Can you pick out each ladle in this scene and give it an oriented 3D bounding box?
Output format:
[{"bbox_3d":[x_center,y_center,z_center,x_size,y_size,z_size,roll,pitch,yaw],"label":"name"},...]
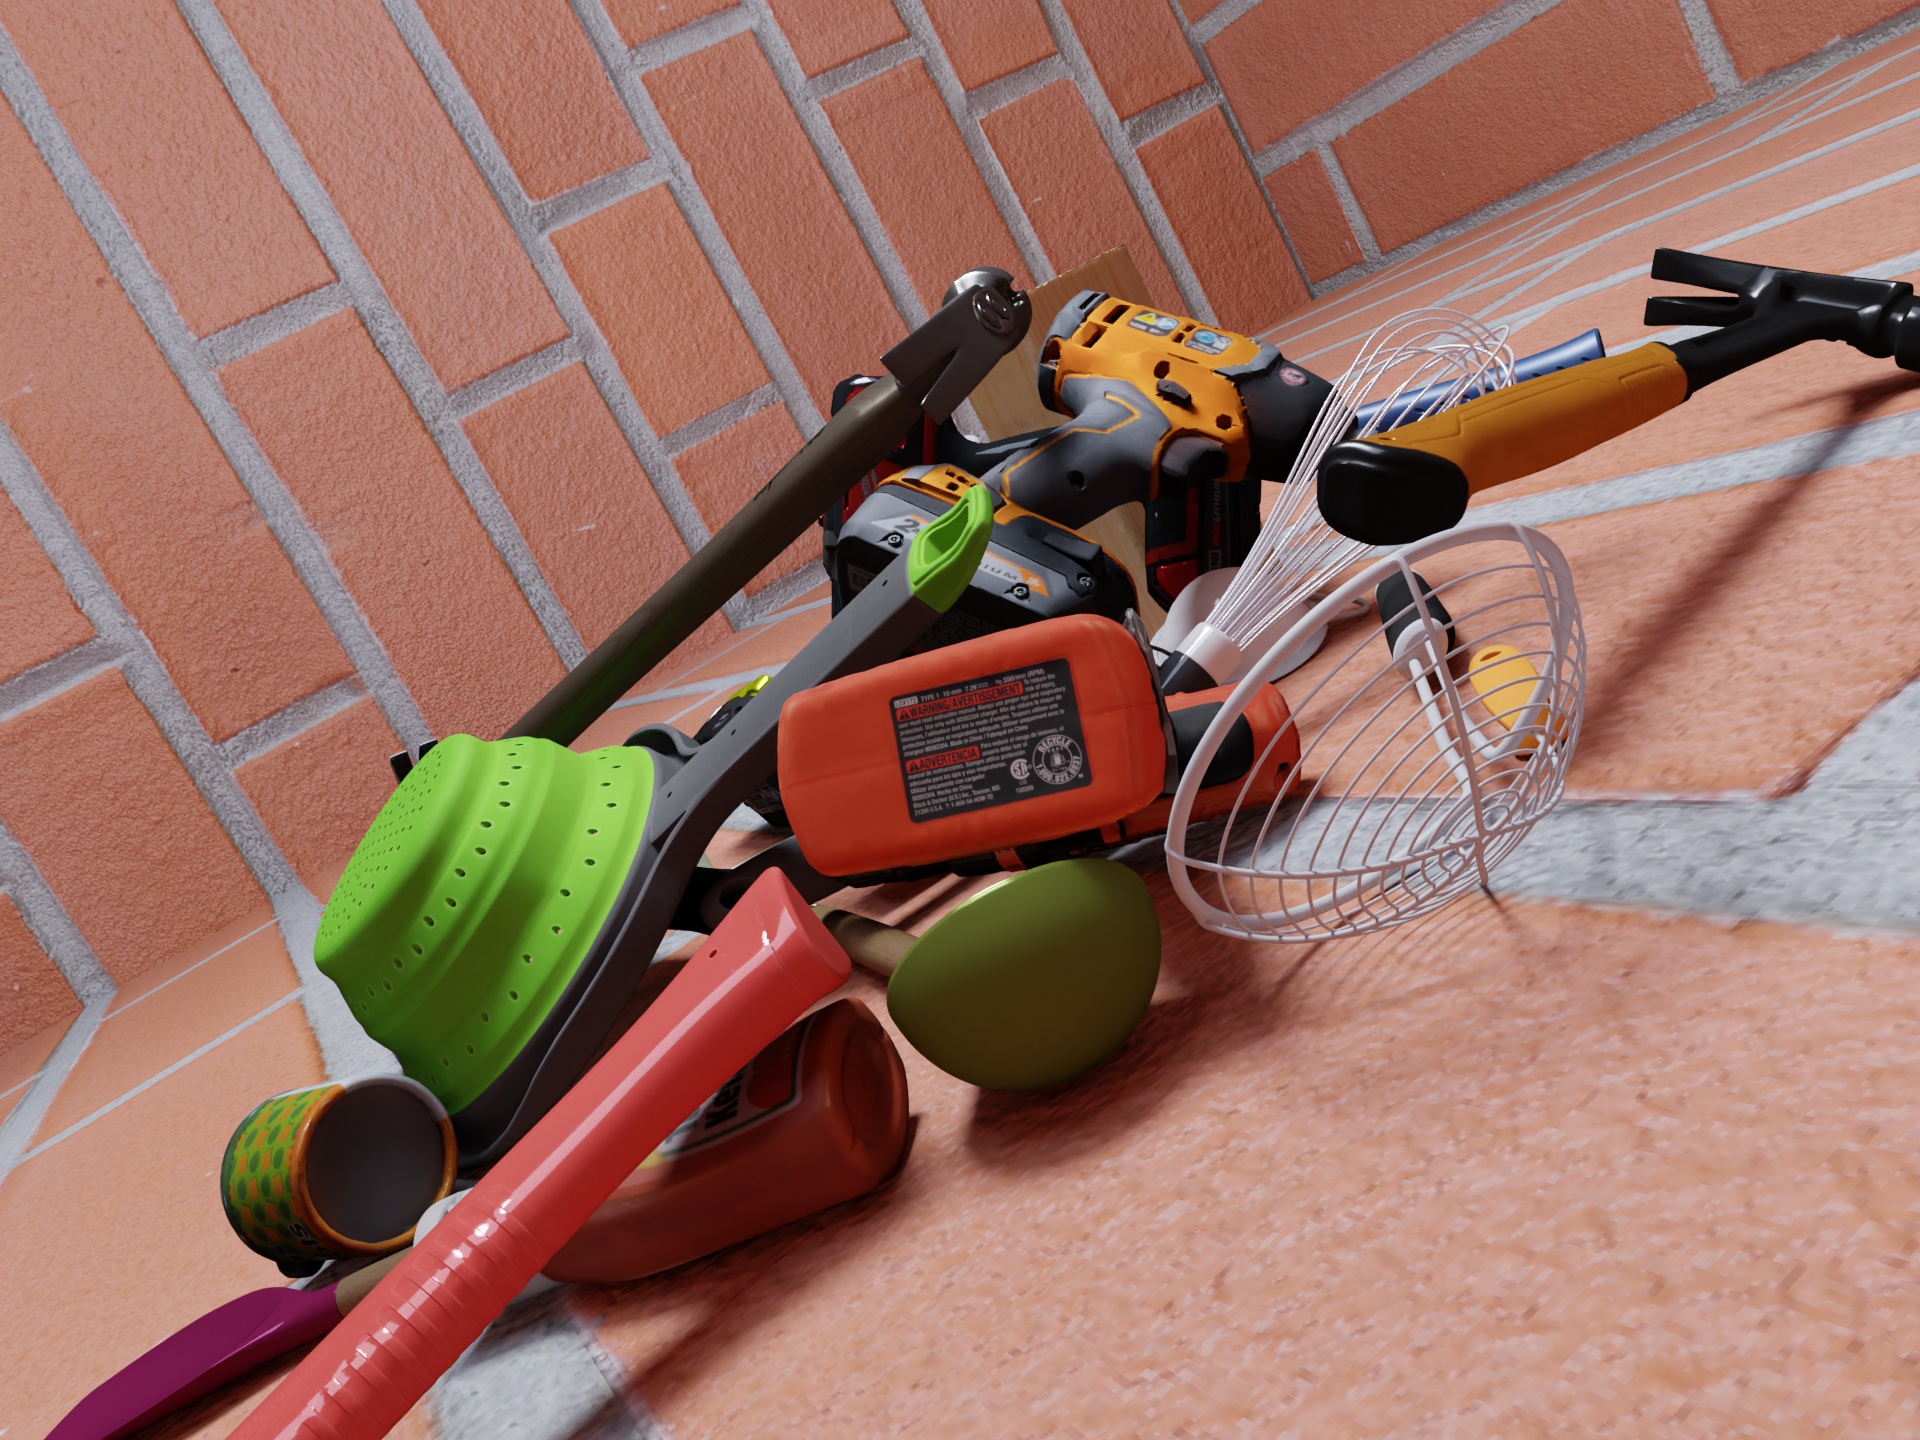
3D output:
[{"bbox_3d":[-0.020,0.071,0.547,0.078,0.062,0.320,-17,4,-18],"label":"ladle"}]

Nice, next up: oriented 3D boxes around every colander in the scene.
[{"bbox_3d":[-0.146,0.025,0.623,0.397,0.094,0.205,-42,28,28],"label":"colander"}]

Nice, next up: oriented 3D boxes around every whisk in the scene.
[{"bbox_3d":[-0.001,0.028,0.662,0.239,0.055,0.055,-25,8,-21],"label":"whisk"},{"bbox_3d":[0.118,-0.049,0.621,0.284,0.070,0.070,-48,12,-4],"label":"whisk"}]

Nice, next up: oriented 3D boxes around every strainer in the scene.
[{"bbox_3d":[0.064,-0.017,0.747,0.258,0.050,0.087,-25,31,10],"label":"strainer"}]

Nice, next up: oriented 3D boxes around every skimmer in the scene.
[{"bbox_3d":[0.132,-0.027,0.521,0.127,0.090,0.363,-56,-1,19],"label":"skimmer"}]

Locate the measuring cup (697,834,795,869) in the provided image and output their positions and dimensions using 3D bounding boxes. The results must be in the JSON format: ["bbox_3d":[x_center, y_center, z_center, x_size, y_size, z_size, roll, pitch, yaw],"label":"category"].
[{"bbox_3d":[-0.145,0.075,0.898,0.167,0.038,0.083,-25,11,24],"label":"measuring cup"}]

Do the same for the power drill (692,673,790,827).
[{"bbox_3d":[-0.063,-0.047,0.968,0.228,0.080,0.190,-52,12,-18],"label":"power drill"}]

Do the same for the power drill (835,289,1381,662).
[{"bbox_3d":[0.071,-0.097,0.685,0.164,0.084,0.226,25,52,25],"label":"power drill"}]

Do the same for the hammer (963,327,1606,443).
[{"bbox_3d":[0.188,-0.157,0.985,0.405,0.144,0.035,-12,31,26],"label":"hammer"}]

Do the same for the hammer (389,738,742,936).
[{"bbox_3d":[-0.204,0.081,0.838,0.036,0.149,0.409,-27,15,-34],"label":"hammer"}]

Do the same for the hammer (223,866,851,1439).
[{"bbox_3d":[-0.155,0.165,0.363,0.359,0.036,0.149,-46,18,-31],"label":"hammer"}]

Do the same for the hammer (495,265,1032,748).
[{"bbox_3d":[-0.133,-0.045,0.715,0.410,0.038,0.146,-38,12,27],"label":"hammer"}]

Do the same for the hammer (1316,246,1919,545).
[{"bbox_3d":[0.235,-0.123,0.573,0.337,0.034,0.127,-23,35,-36],"label":"hammer"}]

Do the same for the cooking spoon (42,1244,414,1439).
[{"bbox_3d":[-0.182,0.184,0.527,0.319,0.017,0.069,-26,11,14],"label":"cooking spoon"}]

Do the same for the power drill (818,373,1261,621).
[{"bbox_3d":[0.038,-0.084,0.828,0.226,0.188,0.080,2,1,5],"label":"power drill"}]

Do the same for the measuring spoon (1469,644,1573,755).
[{"bbox_3d":[0.183,-0.012,0.530,0.021,0.011,0.117,-25,11,16],"label":"measuring spoon"}]
